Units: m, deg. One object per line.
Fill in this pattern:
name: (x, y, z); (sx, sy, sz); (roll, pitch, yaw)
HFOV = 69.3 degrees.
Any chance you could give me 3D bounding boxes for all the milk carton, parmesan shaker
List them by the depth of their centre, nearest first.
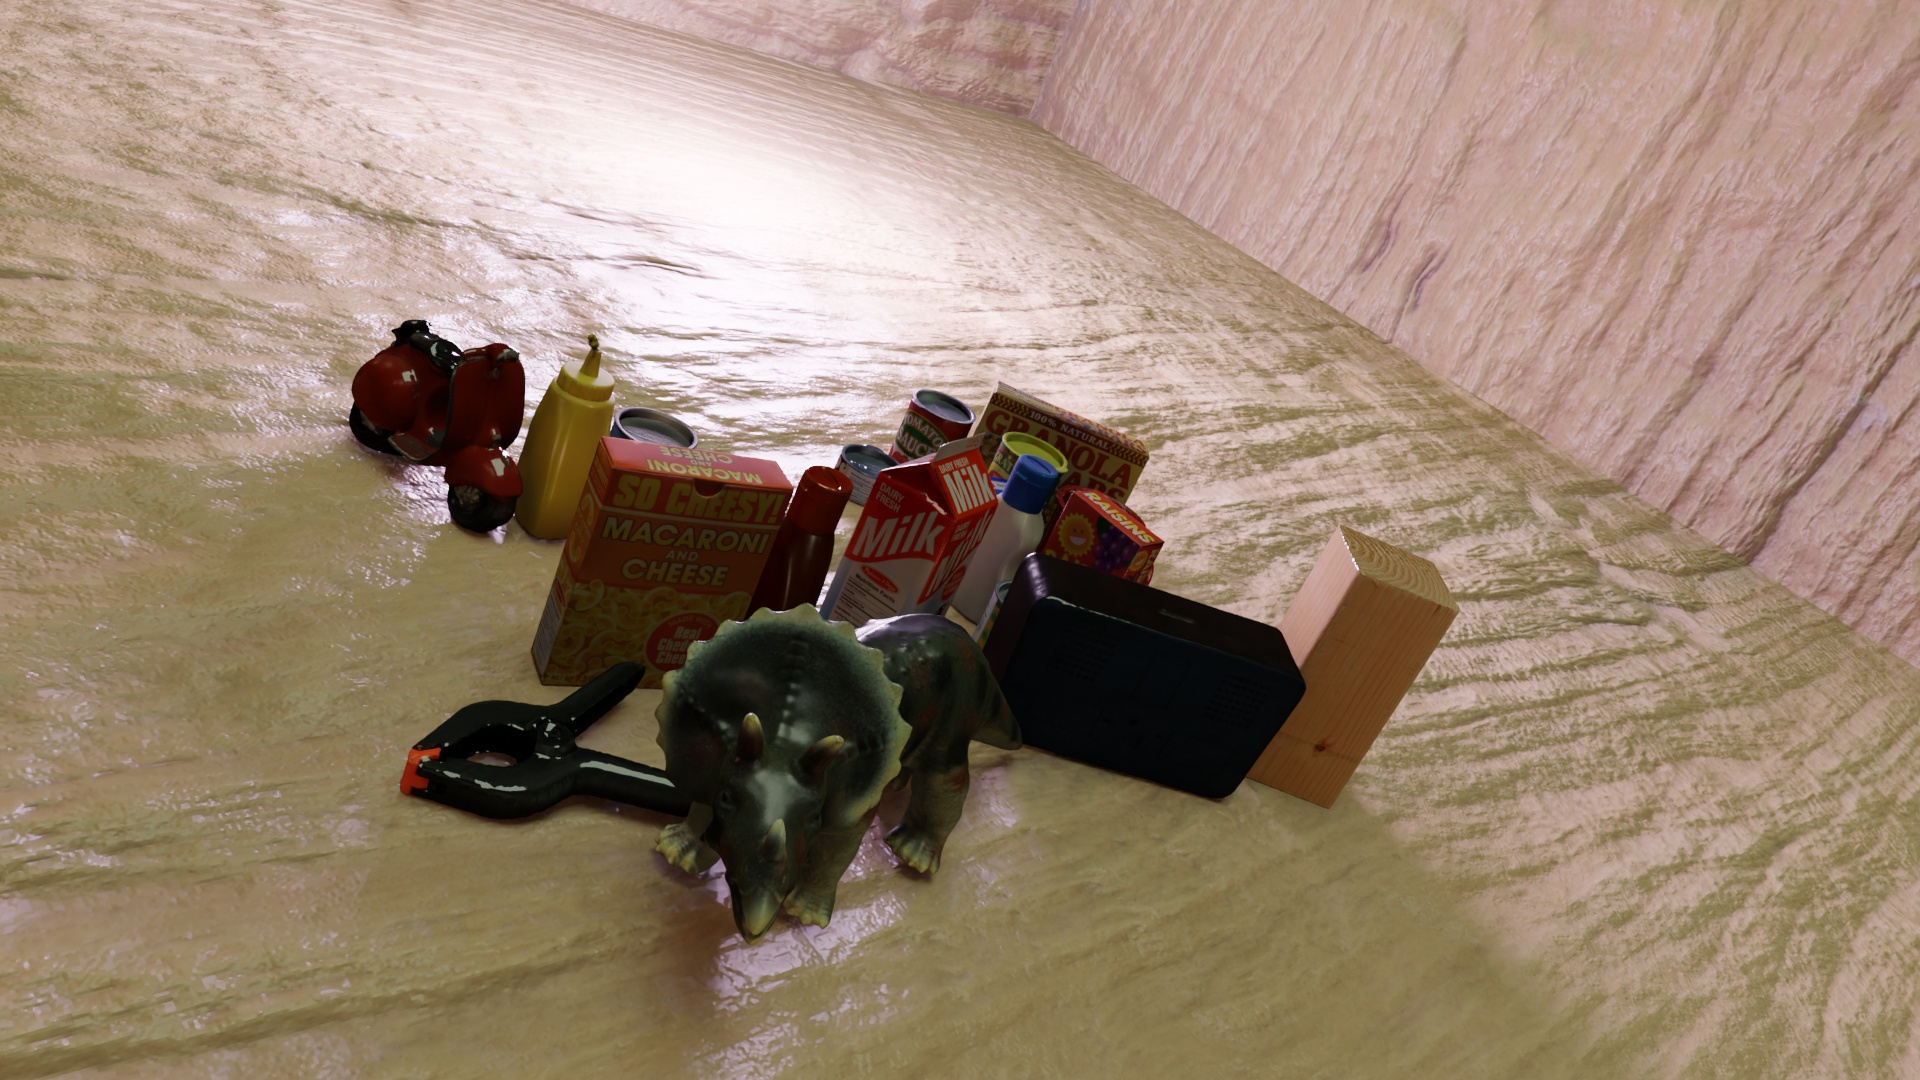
milk carton: (-0.035, 0.004, 1.047); (0.073, 0.189, 0.072); (33, 26, 18)
parmesan shaker: (0.052, -0.041, 1.317); (0.071, 0.102, 0.071); (20, 25, -10)

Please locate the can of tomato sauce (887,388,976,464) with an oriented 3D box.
can of tomato sauce: (-0.032, -0.098, 1.377); (0.071, 0.082, 0.071); (20, 25, -10)

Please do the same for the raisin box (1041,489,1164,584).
raisin box: (0.112, 0.029, 1.210); (0.040, 0.122, 0.086); (-6, 39, -48)

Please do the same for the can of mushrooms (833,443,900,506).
can of mushrooms: (-0.087, -0.062, 1.313); (0.071, 0.033, 0.071); (20, 25, -10)

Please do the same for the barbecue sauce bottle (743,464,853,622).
barbecue sauce bottle: (-0.120, 0.017, 0.996); (0.044, 0.148, 0.065); (5, 31, -37)

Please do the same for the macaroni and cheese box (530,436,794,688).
macaroni and cheese box: (-0.193, 0.020, 0.901); (0.124, 0.165, 0.040); (7, 30, -35)

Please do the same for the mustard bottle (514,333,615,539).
mustard bottle: (-0.285, -0.078, 1.018); (0.049, 0.159, 0.065); (0, 35, -43)

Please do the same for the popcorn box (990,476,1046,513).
popcorn box: (0.004, -0.016, 1.246); (0.127, 0.085, 0.038); (8, 30, -32)

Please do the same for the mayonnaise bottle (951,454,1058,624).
mayonnaise bottle: (0.037, -0.001, 1.173); (0.065, 0.147, 0.041); (40, 28, 29)

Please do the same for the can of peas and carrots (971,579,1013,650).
can of peas and carrots: (0.050, 0.076, 1.140); (0.071, 0.058, 0.071); (20, 25, -10)

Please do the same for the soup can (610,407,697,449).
soup can: (-0.250, -0.051, 1.086); (0.071, 0.083, 0.071); (20, 25, -10)

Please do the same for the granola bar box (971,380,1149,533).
granola bar box: (0.086, -0.070, 1.379); (0.165, 0.123, 0.039); (22, 25, -5)
